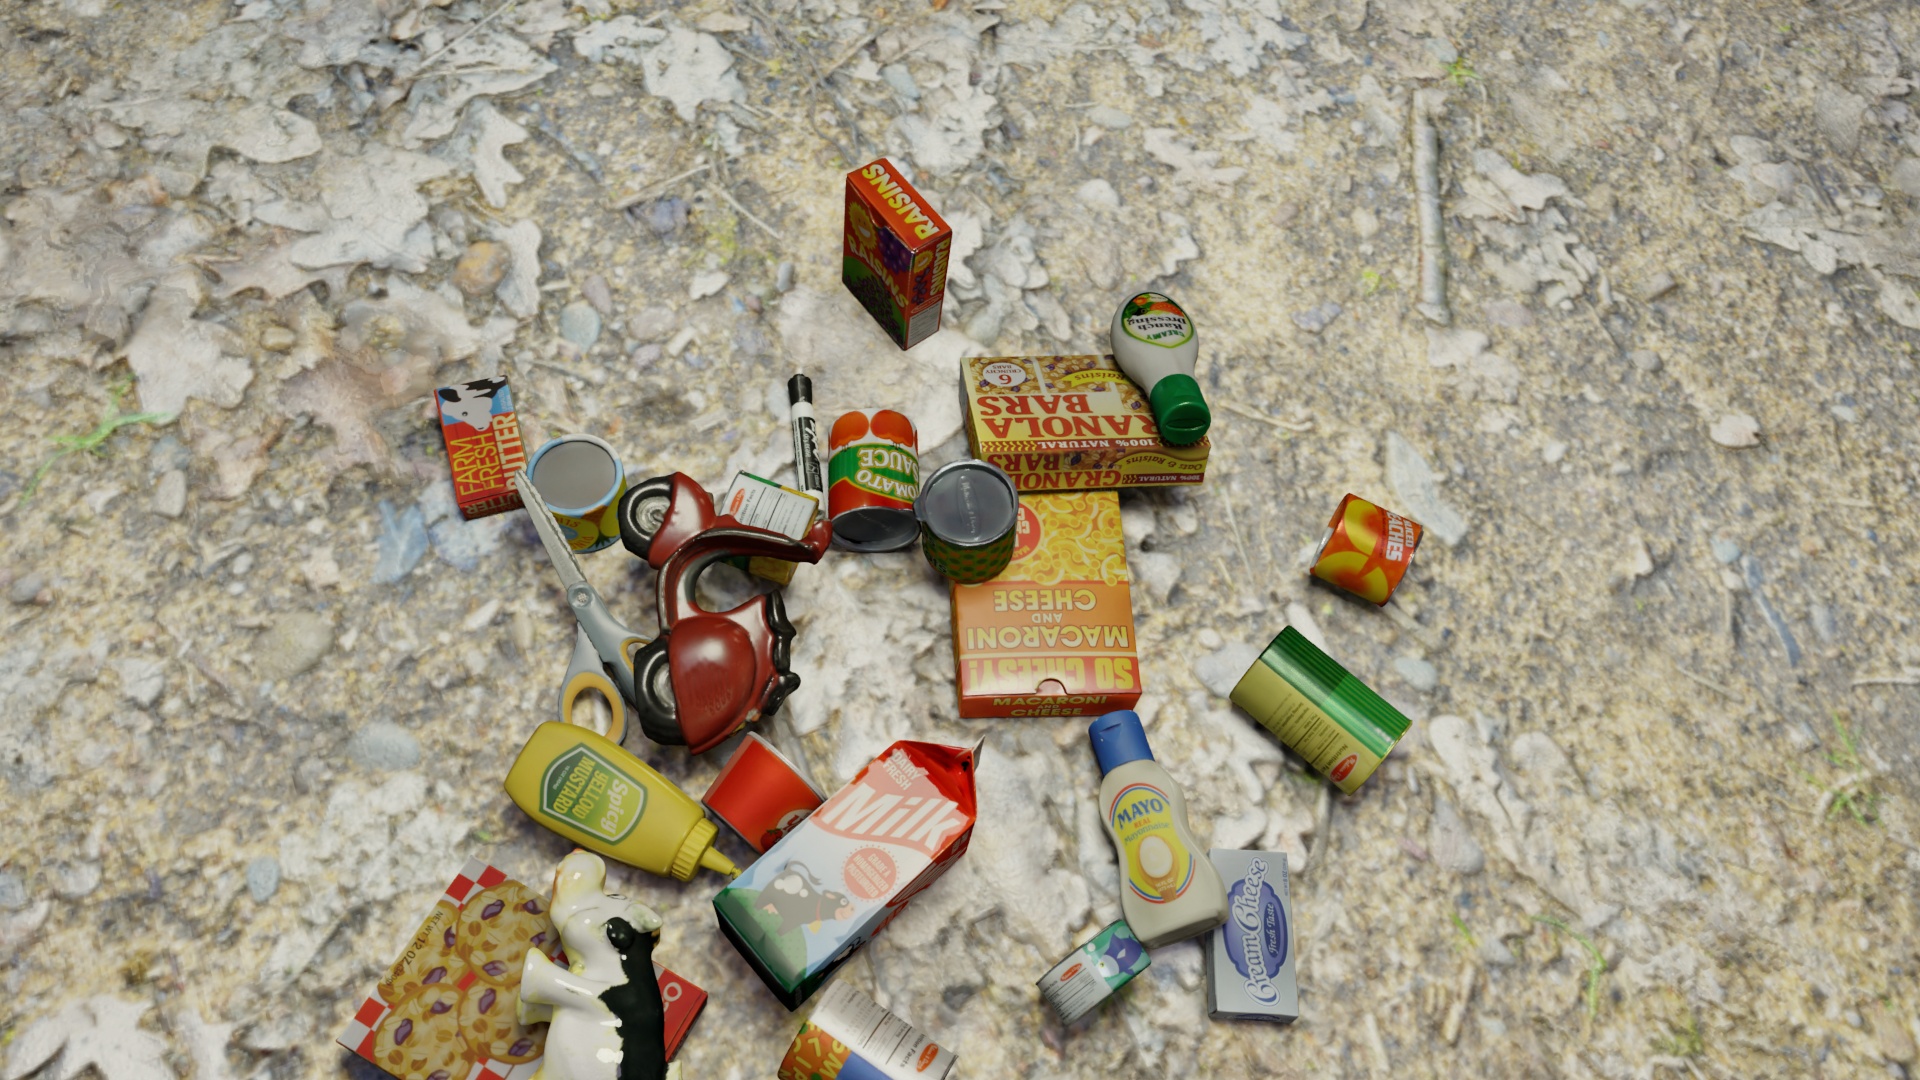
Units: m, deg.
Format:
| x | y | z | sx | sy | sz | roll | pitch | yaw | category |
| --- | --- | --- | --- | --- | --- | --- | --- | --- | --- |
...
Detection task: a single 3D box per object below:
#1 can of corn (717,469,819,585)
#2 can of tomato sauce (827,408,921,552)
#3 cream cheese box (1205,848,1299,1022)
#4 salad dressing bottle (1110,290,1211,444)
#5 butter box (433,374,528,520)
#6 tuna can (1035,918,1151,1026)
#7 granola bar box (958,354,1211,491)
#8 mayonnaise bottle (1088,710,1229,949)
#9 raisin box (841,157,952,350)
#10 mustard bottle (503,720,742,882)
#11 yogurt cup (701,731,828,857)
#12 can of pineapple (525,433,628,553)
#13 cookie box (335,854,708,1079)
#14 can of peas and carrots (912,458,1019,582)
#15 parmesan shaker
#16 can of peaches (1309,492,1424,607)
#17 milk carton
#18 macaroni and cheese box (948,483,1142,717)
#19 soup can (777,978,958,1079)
| x | y | z | sx | sy | sz | roll | pitch | yaw | category |
| --- | --- | --- | --- | --- | --- | --- | --- | --- | --- |
| -0.136 | -0.008 | 0.964 | 0.058 | 0.071 | 0.071 | 20 | 62 | -2 | can of corn |
| -0.061 | -0.044 | 0.989 | 0.071 | 0.071 | 0.083 | 0 | 61 | -6 | can of tomato sauce |
| 0.183 | 0.250 | 0.883 | 0.053 | 0.024 | 0.104 | 4 | 61 | -3 | cream cheese box |
| 0.148 | -0.127 | 1.010 | 0.064 | 0.043 | 0.148 | -2 | 40 | -6 | salad dressing bottle |
| -0.341 | -0.068 | 0.997 | 0.053 | 0.024 | 0.104 | -14 | 64 | -14 | butter box |
| 0.082 | 0.262 | 0.844 | 0.071 | 0.070 | 0.033 | -31 | 70 | -20 | tuna can |
| 0.087 | -0.088 | 1.025 | 0.166 | 0.038 | 0.125 | -2 | 40 | -8 | granola bar box |
| 0.121 | 0.182 | 0.896 | 0.065 | 0.041 | 0.149 | -24 | 58 | 10 | mayonnaise bottle |
| -0.051 | -0.215 | 1.053 | 0.040 | 0.122 | 0.086 | -32 | 70 | -21 | raisin box |
| -0.202 | 0.171 | 0.866 | 0.160 | 0.048 | 0.065 | 27 | 79 | 4 | mustard bottle |
| -0.126 | 0.162 | 0.875 | 0.072 | 0.072 | 0.054 | 38 | 73 | 14 | yogurt cup |
| -0.266 | -0.031 | 0.966 | 0.071 | 0.057 | 0.071 | 3 | 62 | -5 | can of pineapple |
| -0.251 | 0.280 | 0.810 | 0.167 | 0.040 | 0.123 | 27 | 62 | 8 | cookie box |
| 0.003 | -0.012 | 0.941 | 0.071 | 0.058 | 0.071 | 0 | 62 | 0 | can of peas and carrots |
| 0.244 | 0.112 | 0.938 | 0.103 | 0.071 | 0.071 | 40 | 65 | 15 | parmesan shaker |
| 0.293 | 0.005 | 1.002 | 0.058 | 0.071 | 0.071 | 26 | 62 | 9 | can of peaches |
| -0.055 | 0.193 | 0.860 | 0.191 | 0.072 | 0.073 | -38 | 72 | -23 | milk carton |
| 0.055 | 0.039 | 0.974 | 0.124 | 0.040 | 0.167 | -1 | 61 | -6 | macaroni and cheese box |
| -0.055 | 0.307 | 0.804 | 0.084 | 0.071 | 0.071 | 30 | 63 | 11 | soup can |
